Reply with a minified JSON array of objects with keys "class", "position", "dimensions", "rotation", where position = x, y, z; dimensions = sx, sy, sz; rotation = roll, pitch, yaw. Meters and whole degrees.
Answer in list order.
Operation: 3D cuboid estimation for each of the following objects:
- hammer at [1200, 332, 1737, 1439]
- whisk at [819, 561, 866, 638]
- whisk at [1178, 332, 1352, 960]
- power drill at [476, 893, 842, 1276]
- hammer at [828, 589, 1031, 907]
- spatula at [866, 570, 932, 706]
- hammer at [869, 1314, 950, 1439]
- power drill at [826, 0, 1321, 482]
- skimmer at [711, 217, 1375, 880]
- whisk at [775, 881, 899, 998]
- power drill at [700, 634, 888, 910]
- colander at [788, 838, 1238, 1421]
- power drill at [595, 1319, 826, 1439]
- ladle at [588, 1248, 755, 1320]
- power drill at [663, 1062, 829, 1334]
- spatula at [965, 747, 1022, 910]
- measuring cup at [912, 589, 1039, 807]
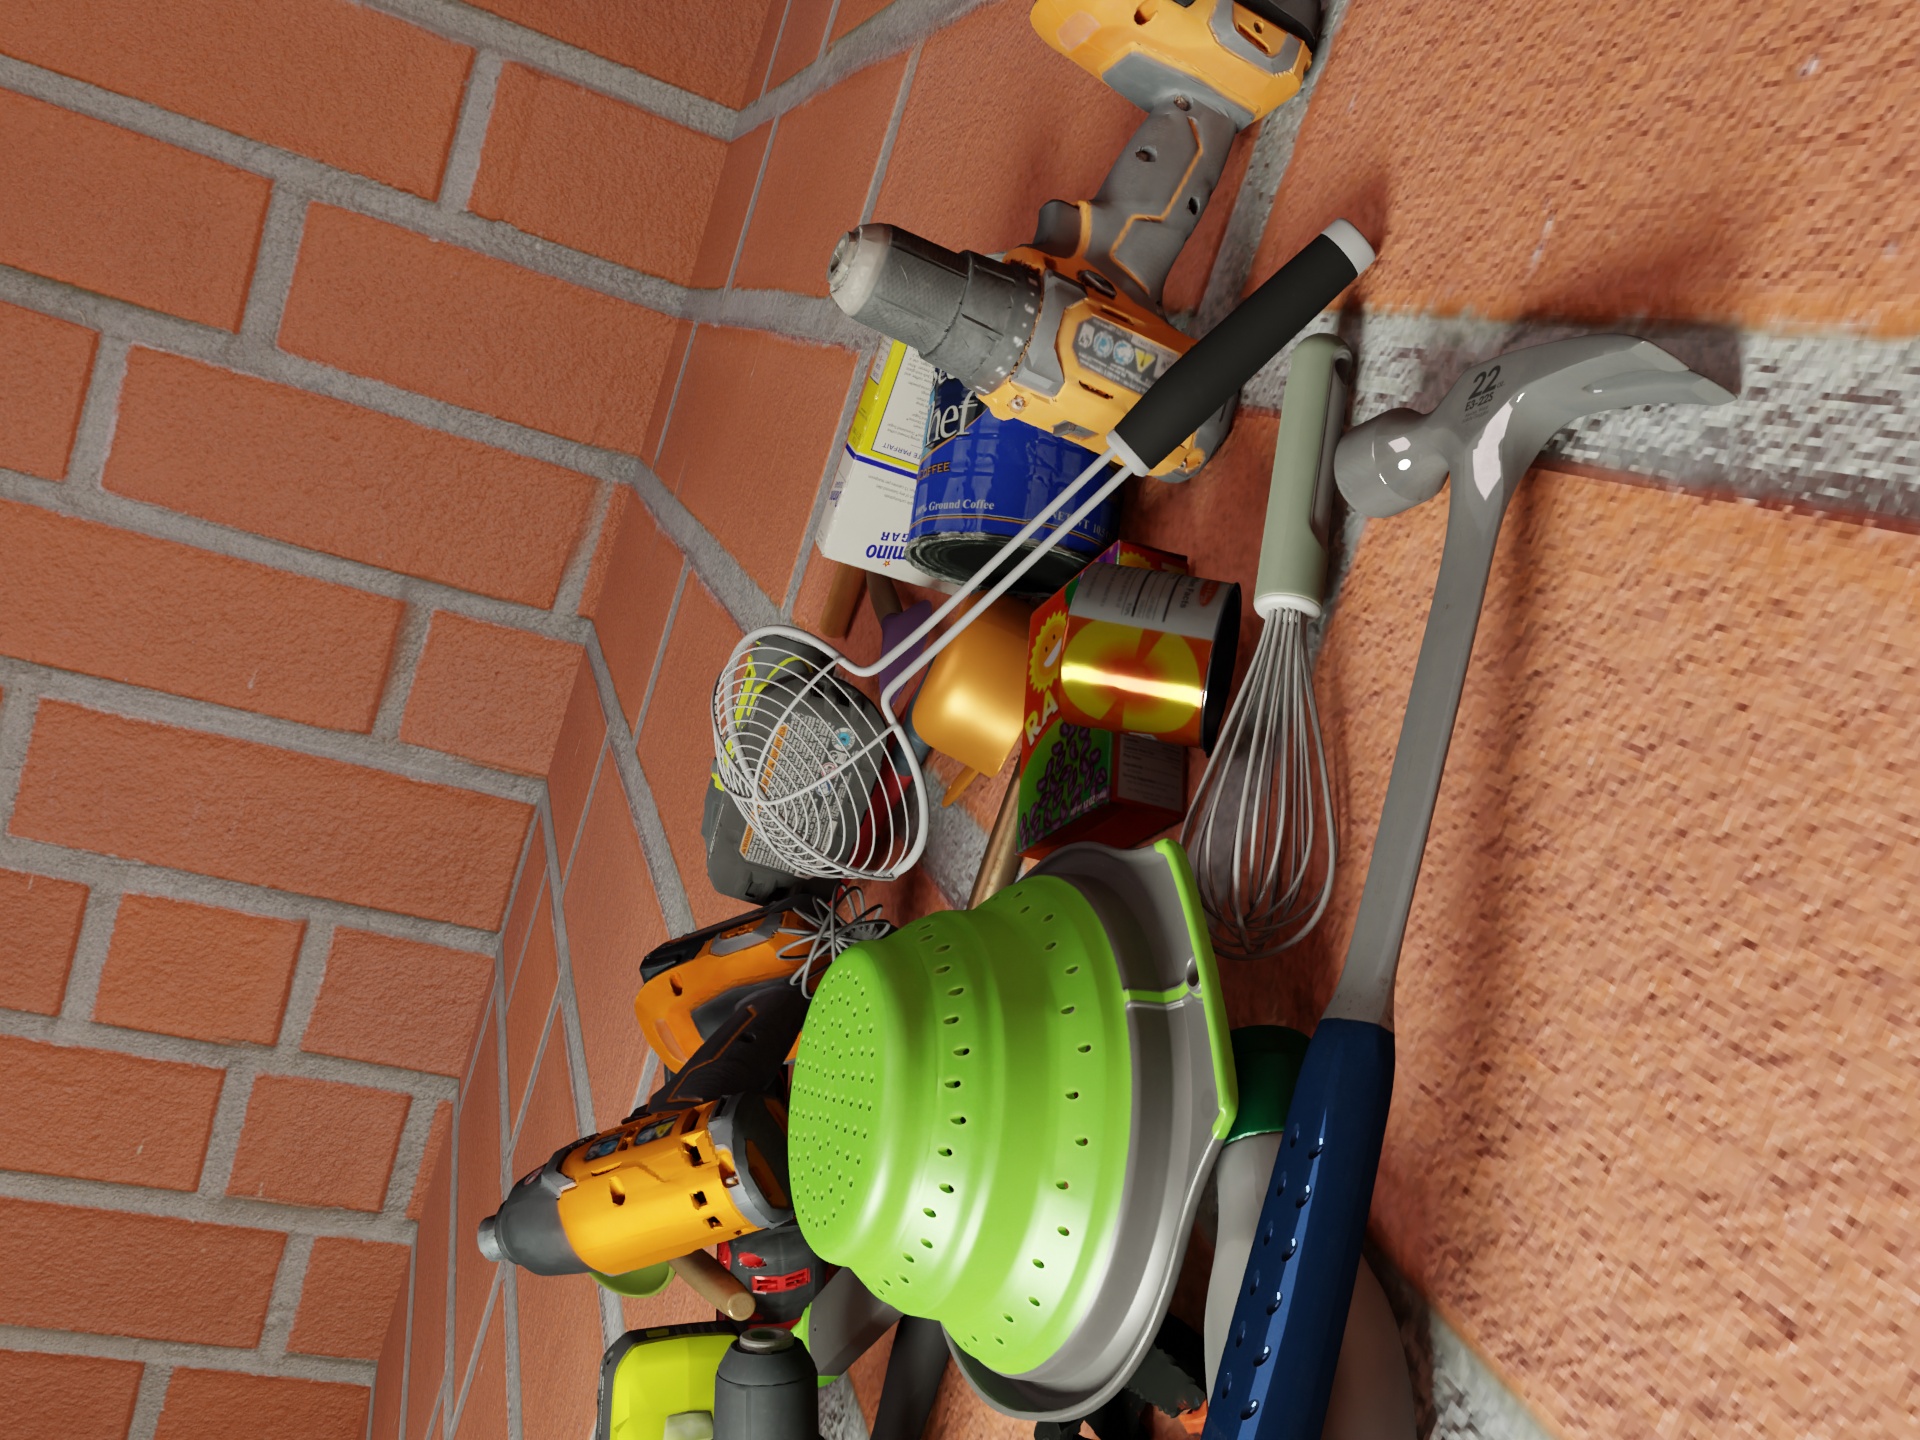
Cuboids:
[{"class":"hammer","position":[0.114,0.074,0.438],"dimensions":[0.144,0.035,0.406],"rotation":[-20,49,65]},{"class":"whisk","position":[-0.060,-0.169,1.139],"dimensions":[0.047,0.051,0.245],"rotation":[-121,46,-56]},{"class":"whisk","position":[0.118,-0.033,0.577],"dimensions":[0.059,0.057,0.246],"rotation":[-1,68,34]},{"class":"power drill","position":[-0.142,0.188,0.806],"dimensions":[0.164,0.084,0.227],"rotation":[-21,18,17]},{"class":"hammer","position":[-0.039,0.015,0.959],"dimensions":[0.143,0.038,0.386],"rotation":[-95,28,-46]},{"class":"spatula","position":[-0.043,-0.067,0.986],"dimensions":[0.060,0.018,0.316],"rotation":[-61,13,10]},{"class":"hammer","position":[-0.024,0.312,0.715],"dimensions":[0.146,0.035,0.335],"rotation":[-156,82,-70]},{"class":"power drill","position":[0.052,-0.237,0.690],"dimensions":[0.084,0.185,0.226],"rotation":[0,73,67]},{"class":"skimmer","position":[0.030,-0.069,0.683],"dimensions":[0.363,0.127,0.090],"rotation":[-43,-9,12]},{"class":"whisk","position":[-0.049,0.114,0.796],"dimensions":[0.239,0.055,0.055],"rotation":[62,-140,-79]},{"class":"power drill","position":[-0.116,0.038,0.989],"dimensions":[0.223,0.080,0.171],"rotation":[-154,83,-76]},{"class":"colander","position":[-0.035,0.188,0.626],"dimensions":[0.397,0.094,0.205],"rotation":[122,150,-44]},{"class":"power drill","position":[-0.108,0.350,0.711],"dimensions":[0.228,0.080,0.190],"rotation":[167,104,-68]},{"class":"ladle","position":[-0.159,0.290,0.844],"dimensions":[0.078,0.062,0.320],"rotation":[58,158,-3]},{"class":"power drill","position":[-0.123,0.269,0.930],"dimensions":[0.220,0.078,0.143],"rotation":[-116,25,-53]},{"class":"spatula","position":[-0.003,0.113,0.785],"dimensions":[0.082,0.044,0.317],"rotation":[27,100,54]},{"class":"measuring cup","position":[-0.001,-0.003,0.826],"dimensions":[0.095,0.052,0.173],"rotation":[-67,6,-33]}]
